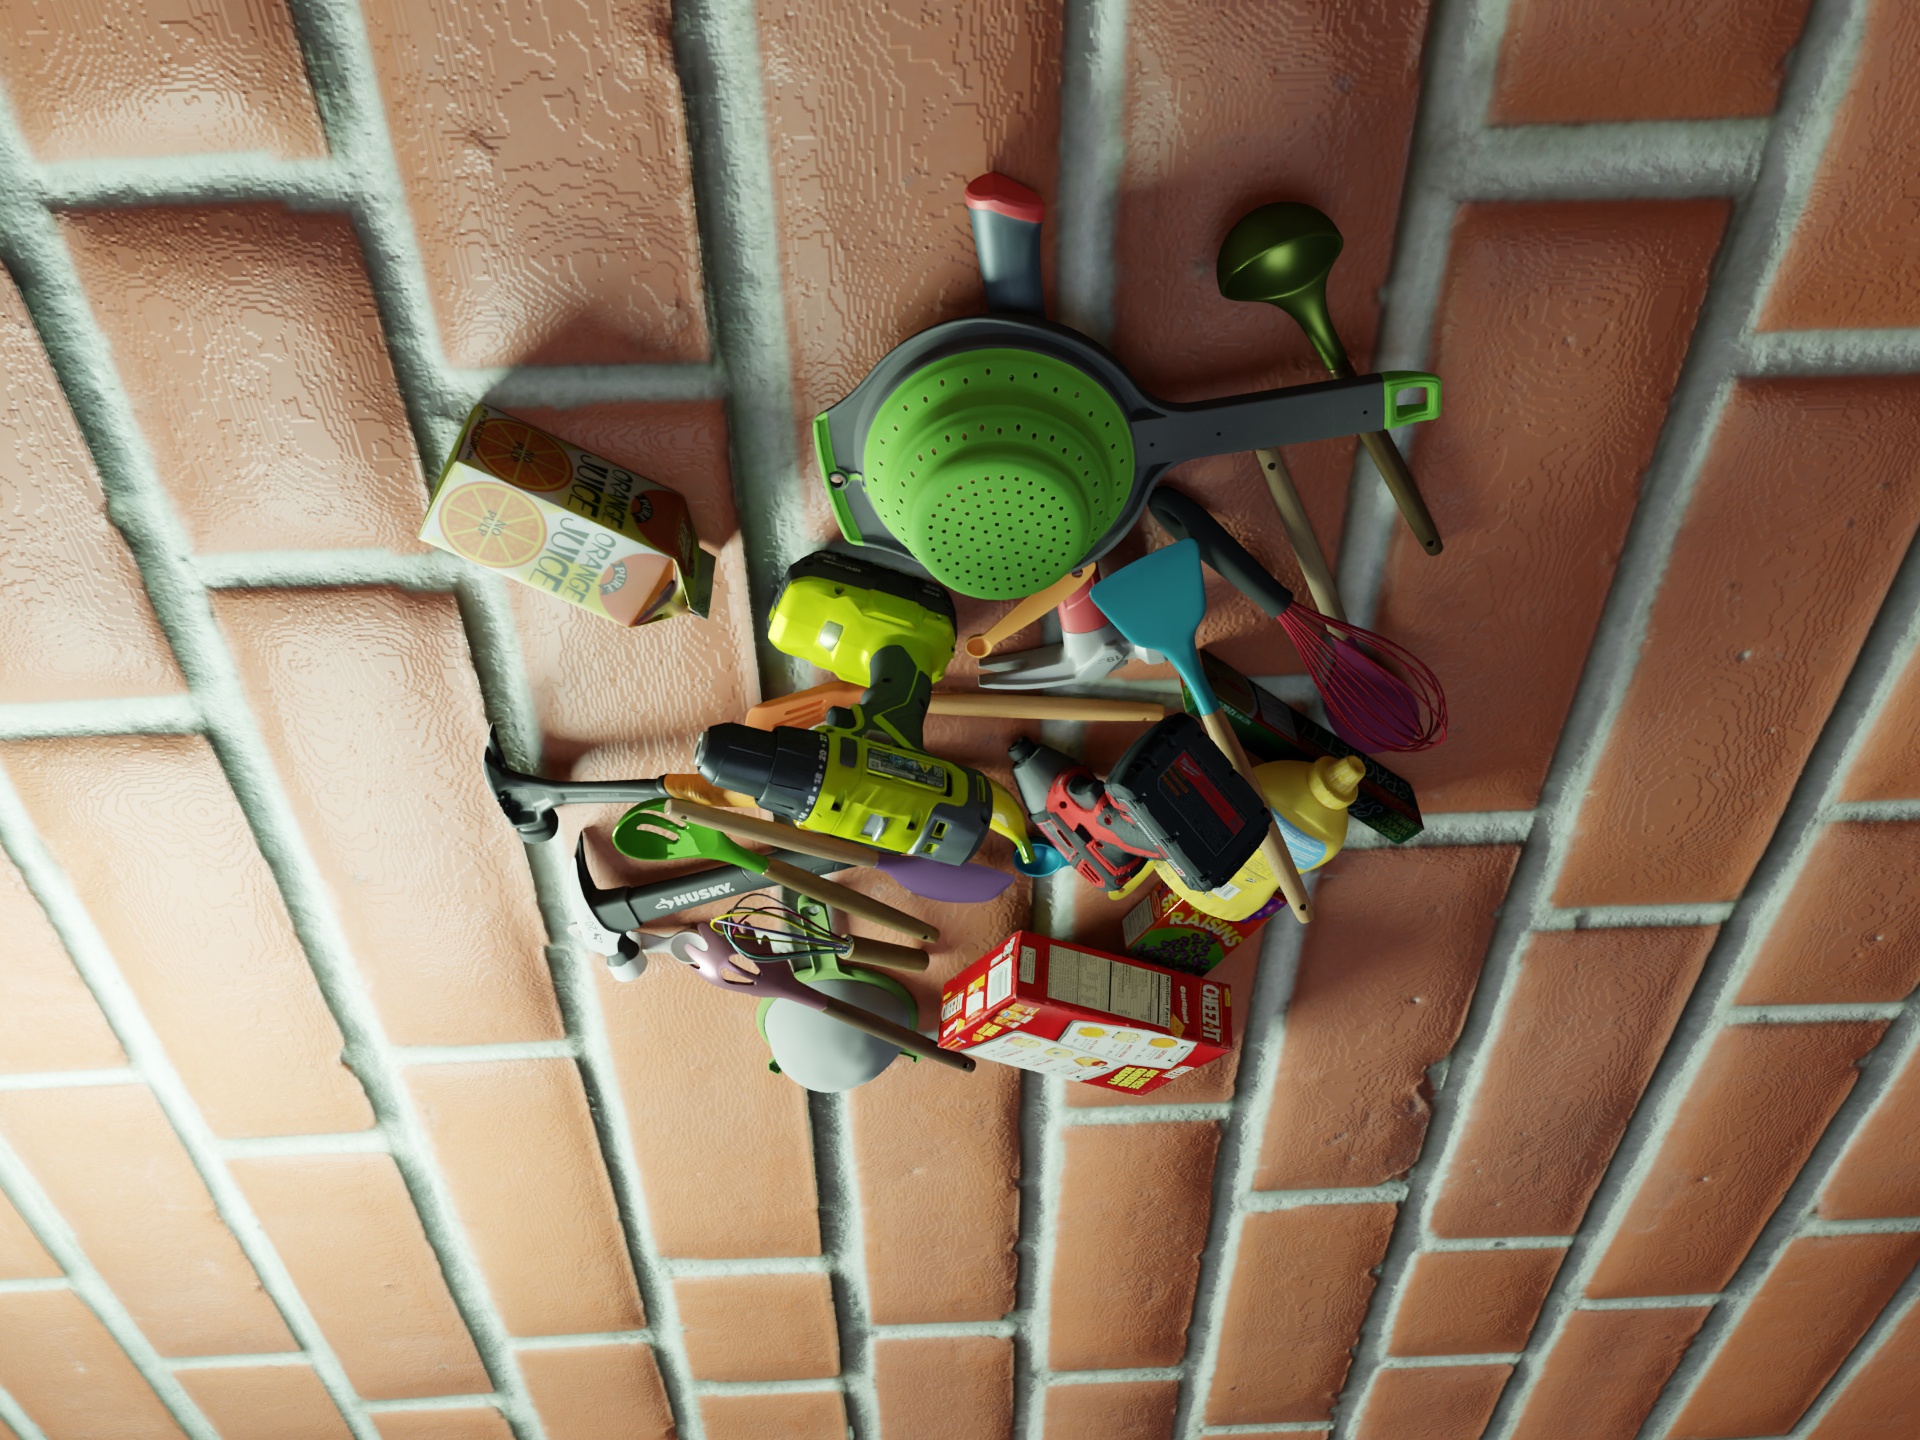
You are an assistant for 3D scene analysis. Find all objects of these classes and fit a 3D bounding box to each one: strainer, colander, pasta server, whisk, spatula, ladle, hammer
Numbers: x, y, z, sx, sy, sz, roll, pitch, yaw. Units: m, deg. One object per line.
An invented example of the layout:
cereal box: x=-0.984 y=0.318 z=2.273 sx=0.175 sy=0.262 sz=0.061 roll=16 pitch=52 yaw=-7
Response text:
strainer: x=-0.117 y=0.259 z=1.427 sx=0.151 sy=0.069 sz=0.256 roll=-5 pitch=133 yaw=2
colander: x=0.104 y=-0.155 z=0.994 sx=0.397 sy=0.095 sz=0.204 roll=-7 pitch=132 yaw=8
pasta server: x=-0.103 y=0.251 z=1.388 sx=0.316 sy=0.040 sz=0.060 roll=31 pitch=96 yaw=-35
whisk: x=0.244 y=-0.071 z=1.140 sx=0.295 sy=0.073 sz=0.073 roll=38 pitch=121 yaw=-17
spatula: x=-0.002 y=-0.004 z=1.217 sx=0.322 sy=0.041 sz=0.081 roll=2 pitch=156 yaw=-7
whisk: x=-0.110 y=0.187 z=1.339 sx=0.244 sy=0.051 sz=0.047 roll=20 pitch=115 yaw=-46
spatula: x=-0.092 y=0.106 z=1.262 sx=0.315 sy=0.018 sz=0.059 roll=18 pitch=134 yaw=-33
spatula: x=0.192 y=0.019 z=1.154 sx=0.082 sy=0.044 sz=0.317 roll=-27 pitch=105 yaw=4
ladle: x=0.257 y=-0.207 z=1.038 sx=0.078 sy=0.062 sz=0.319 roll=-22 pitch=132 yaw=24
hammer: x=-0.163 y=0.121 z=1.320 sx=0.335 sy=0.035 sz=0.146 roll=-15 pitch=125 yaw=8
hammer: x=-0.195 y=0.048 z=1.226 sx=0.337 sy=0.034 sz=0.127 roll=-1 pitch=144 yaw=5
hammer: x=0.043 y=-0.176 z=1.067 sx=0.143 sy=0.038 sz=0.385 roll=-10 pitch=132 yaw=8

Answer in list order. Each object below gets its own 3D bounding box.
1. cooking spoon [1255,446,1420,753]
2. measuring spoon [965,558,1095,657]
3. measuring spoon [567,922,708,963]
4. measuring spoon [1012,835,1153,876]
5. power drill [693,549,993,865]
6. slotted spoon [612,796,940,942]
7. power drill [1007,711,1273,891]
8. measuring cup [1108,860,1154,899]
cooking spoon: x=0.274 y=-0.082 z=1.175 sx=0.069 sy=0.017 sz=0.318 roll=-14 pitch=132 yaw=22
measuring spoon: x=0.049 y=-0.081 z=1.124 sx=0.117 sy=0.011 sz=0.021 roll=-36 pitch=125 yaw=25
measuring spoon: x=-0.282 y=0.189 z=1.397 sx=0.124 sy=0.018 sz=0.034 roll=9 pitch=118 yaw=-2
measuring spoon: x=0.108 y=0.108 z=1.330 sx=0.128 sy=0.021 sz=0.042 roll=-4 pitch=134 yaw=6
power drill: x=-0.079 y=-0.012 z=1.078 sx=0.190 sy=0.229 sz=0.080 roll=16 pitch=129 yaw=-16
slotted spoon: x=-0.139 y=0.126 z=1.277 sx=0.313 sy=0.031 sz=0.070 roll=27 pitch=121 yaw=-33
power drill: x=0.120 y=0.062 z=1.192 sx=0.143 sy=0.078 sz=0.220 roll=49 pitch=159 yaw=-11
measuring cup: x=0.174 y=0.111 z=1.335 sx=0.062 sy=0.029 sz=0.156 roll=24 pitch=125 yaw=-22
